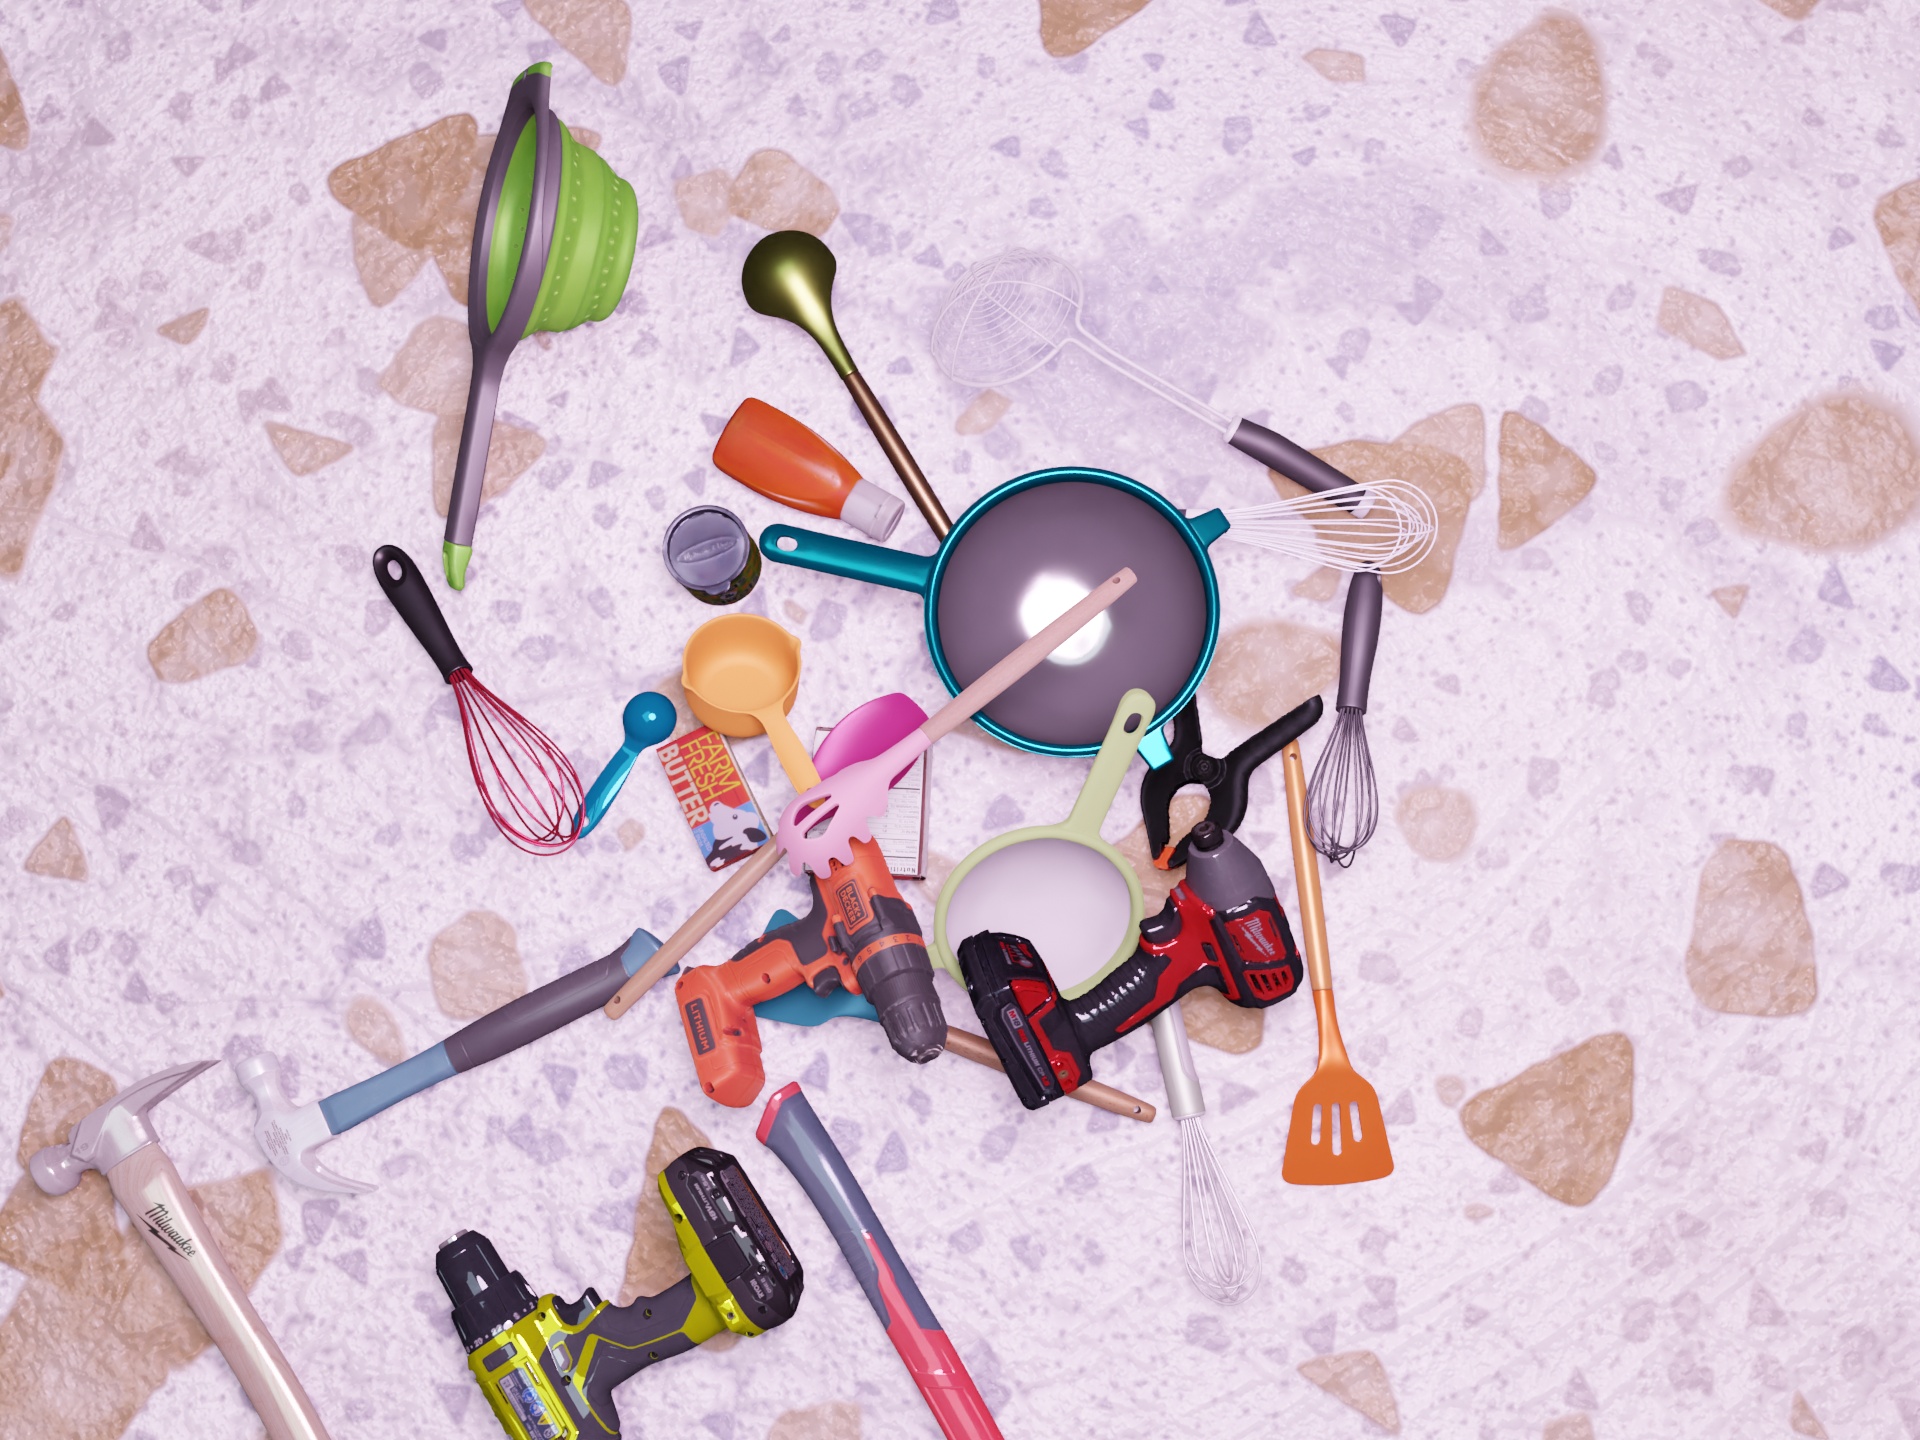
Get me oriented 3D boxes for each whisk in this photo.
[{"bbox_3d":[-0.372,-0.020,1.212,0.073,0.073,0.296,-35,74,-3],"label":"whisk"},{"bbox_3d":[0.210,-0.148,1.192,0.284,0.070,0.070,3,81,12],"label":"whisk"},{"bbox_3d":[0.290,-0.008,1.172,0.055,0.055,0.239,9,73,5],"label":"whisk"},{"bbox_3d":[0.166,0.290,1.137,0.059,0.057,0.246,-20,74,31],"label":"whisk"}]

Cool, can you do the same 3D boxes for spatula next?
[{"bbox_3d":[-0.007,0.231,1.168,0.317,0.044,0.082,21,82,2],"label":"spatula"},{"bbox_3d":[0.259,0.173,1.162,0.081,0.041,0.323,-5,77,1],"label":"spatula"}]

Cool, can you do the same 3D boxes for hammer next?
[{"bbox_3d":[-0.511,0.447,1.154,0.146,0.038,0.411,-35,81,-4],"label":"hammer"},{"bbox_3d":[-0.365,0.241,1.179,0.331,0.033,0.128,-26,80,-1],"label":"hammer"},{"bbox_3d":[-0.020,0.424,1.129,0.143,0.038,0.386,-31,81,-3],"label":"hammer"}]

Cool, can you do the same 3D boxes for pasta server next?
[{"bbox_3d":[-0.002,-0.004,1.108,0.316,0.040,0.060,-38,69,-6],"label":"pasta server"}]

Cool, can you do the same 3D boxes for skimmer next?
[{"bbox_3d":[0.149,-0.247,1.231,0.363,0.090,0.127,29,78,-3],"label":"skimmer"}]

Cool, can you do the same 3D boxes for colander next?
[{"bbox_3d":[-0.324,-0.291,1.231,0.094,0.205,0.397,8,98,-30],"label":"colander"}]

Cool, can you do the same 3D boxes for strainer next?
[{"bbox_3d":[0.072,0.084,1.127,0.151,0.069,0.256,18,109,-15],"label":"strainer"},{"bbox_3d":[0.021,-0.088,1.180,0.340,0.095,0.211,14,84,8],"label":"strainer"}]

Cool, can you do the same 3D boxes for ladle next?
[{"bbox_3d":[-0.071,-0.244,1.242,0.078,0.062,0.320,-31,87,0],"label":"ladle"}]

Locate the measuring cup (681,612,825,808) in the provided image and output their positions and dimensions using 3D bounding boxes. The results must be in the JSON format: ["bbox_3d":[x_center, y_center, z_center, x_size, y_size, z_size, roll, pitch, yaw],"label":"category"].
[{"bbox_3d":[-0.144,0.003,1.176,0.095,0.052,0.174,-22,67,-21],"label":"measuring cup"}]

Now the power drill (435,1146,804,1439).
[{"bbox_3d":[-0.246,0.404,1.126,0.228,0.080,0.190,-34,81,0],"label":"power drill"}]

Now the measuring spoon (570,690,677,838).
[{"bbox_3d":[-0.262,0.034,1.211,0.042,0.021,0.128,30,83,7],"label":"measuring spoon"}]

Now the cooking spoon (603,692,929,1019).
[{"bbox_3d":[-0.143,0.102,1.160,0.319,0.017,0.069,-45,66,-1],"label":"cooking spoon"}]

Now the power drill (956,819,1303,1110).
[{"bbox_3d":[0.117,0.162,1.091,0.219,0.079,0.143,-25,115,0],"label":"power drill"}]
